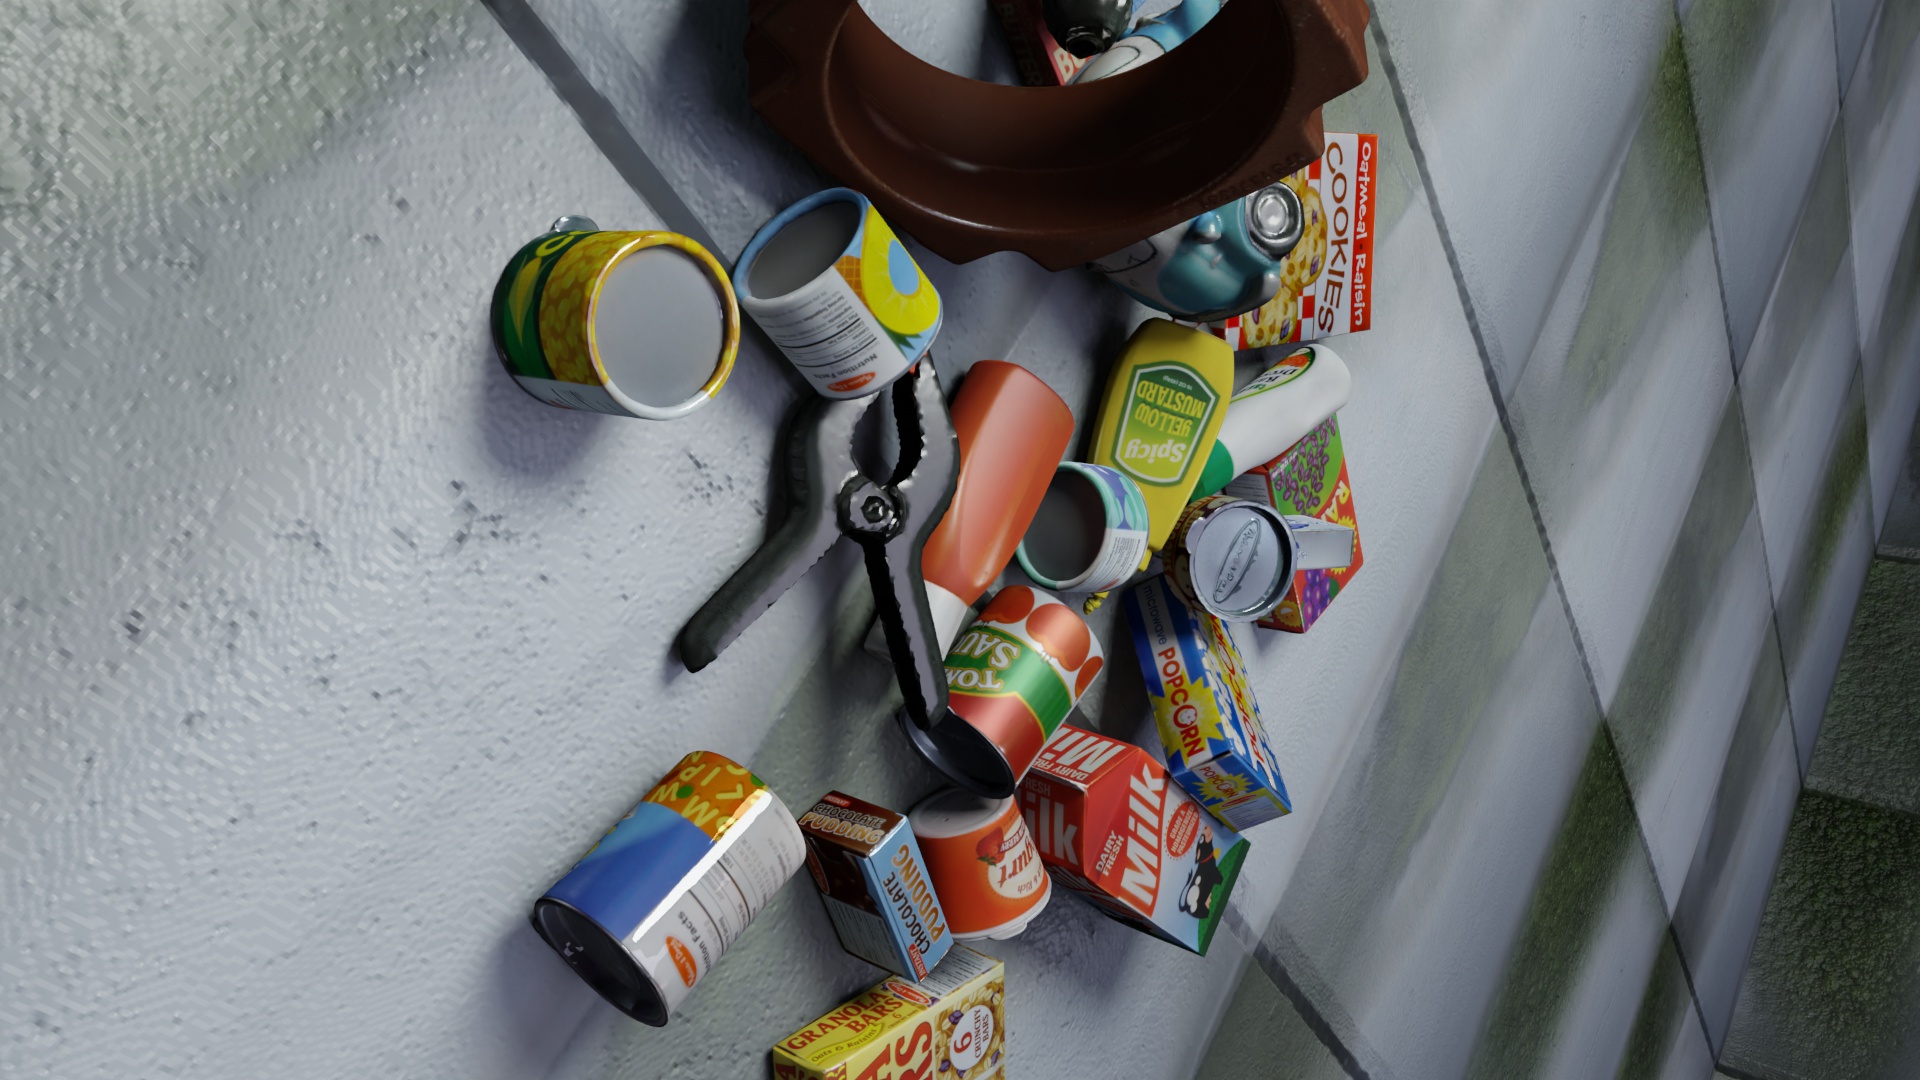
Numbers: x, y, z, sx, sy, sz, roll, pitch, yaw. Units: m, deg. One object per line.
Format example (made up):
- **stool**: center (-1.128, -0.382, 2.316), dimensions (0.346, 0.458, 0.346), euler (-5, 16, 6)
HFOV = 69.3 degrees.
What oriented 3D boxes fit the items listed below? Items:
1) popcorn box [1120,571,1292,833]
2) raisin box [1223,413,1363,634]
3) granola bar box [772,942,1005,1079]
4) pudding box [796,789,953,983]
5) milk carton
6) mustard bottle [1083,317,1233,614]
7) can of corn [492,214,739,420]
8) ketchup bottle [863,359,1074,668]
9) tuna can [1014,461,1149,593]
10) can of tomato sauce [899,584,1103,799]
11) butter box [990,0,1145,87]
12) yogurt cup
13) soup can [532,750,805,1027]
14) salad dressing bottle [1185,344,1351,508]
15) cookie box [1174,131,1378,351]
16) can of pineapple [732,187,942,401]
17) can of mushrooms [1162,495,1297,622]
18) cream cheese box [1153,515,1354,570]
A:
- **popcorn box**: center (0.137, 0.088, 0.776), dimensions (0.085, 0.038, 0.127), euler (44, 26, -44)
- **raisin box**: center (0.213, -0.014, 0.890), dimensions (0.086, 0.040, 0.123), euler (-42, 125, -35)
- **granola bar box**: center (-0.031, 0.300, 0.685), dimensions (0.124, 0.039, 0.165), euler (-15, 109, -46)
- **pudding box**: center (-0.039, 0.159, 0.639), dimensions (0.030, 0.049, 0.083), euler (-41, 126, -36)
- **milk carton**: center (0.079, 0.155, 0.751), dimensions (0.190, 0.072, 0.073), euler (42, 67, -43)
- **mustard bottle**: center (0.096, -0.035, 0.737), dimensions (0.049, 0.065, 0.160), euler (111, -2, -86)
- **can of corn**: center (-0.121, -0.080, 0.493), dimensions (0.071, 0.058, 0.071), euler (-13, 108, -46)
- **ketchup bottle**: center (0.002, -0.008, 0.655), dimensions (0.064, 0.043, 0.149), euler (40, 69, -44)
- **tuna can**: center (0.058, -0.008, 0.702), dimensions (0.033, 0.071, 0.071), euler (4, 95, -47)
- **can of tomato sauce**: center (0.020, 0.071, 0.674), dimensions (0.083, 0.071, 0.071), euler (-49, 130, -30)
- **butter box**: center (0.058, -0.269, 0.676), dimensions (0.104, 0.024, 0.053), euler (-52, 131, -28)
- **yogurt cup**: center (0.006, 0.154, 0.679), dimensions (0.073, 0.072, 0.053), euler (-28, 110, -41)
- **soup can**: center (-0.113, 0.132, 0.540), dimensions (0.084, 0.071, 0.071), euler (-46, 129, -37)
- **salad dressing bottle**: center (0.170, -0.065, 0.817), dimensions (0.148, 0.064, 0.044), euler (-34, 101, -30)
- **cookie box**: center (0.191, -0.181, 0.830), dimensions (0.168, 0.040, 0.122), euler (-14, 109, -44)
- **can of pineapple**: center (-0.049, -0.101, 0.563), dimensions (0.057, 0.071, 0.071), euler (49, 62, -41)
- **can of mushrooms**: center (0.143, 0.008, 0.747), dimensions (0.071, 0.033, 0.071), euler (-3, 97, -20)
- **cream cheese box**: center (0.169, 0.001, 0.804), dimensions (0.104, 0.053, 0.024), euler (-2, 100, -21)
